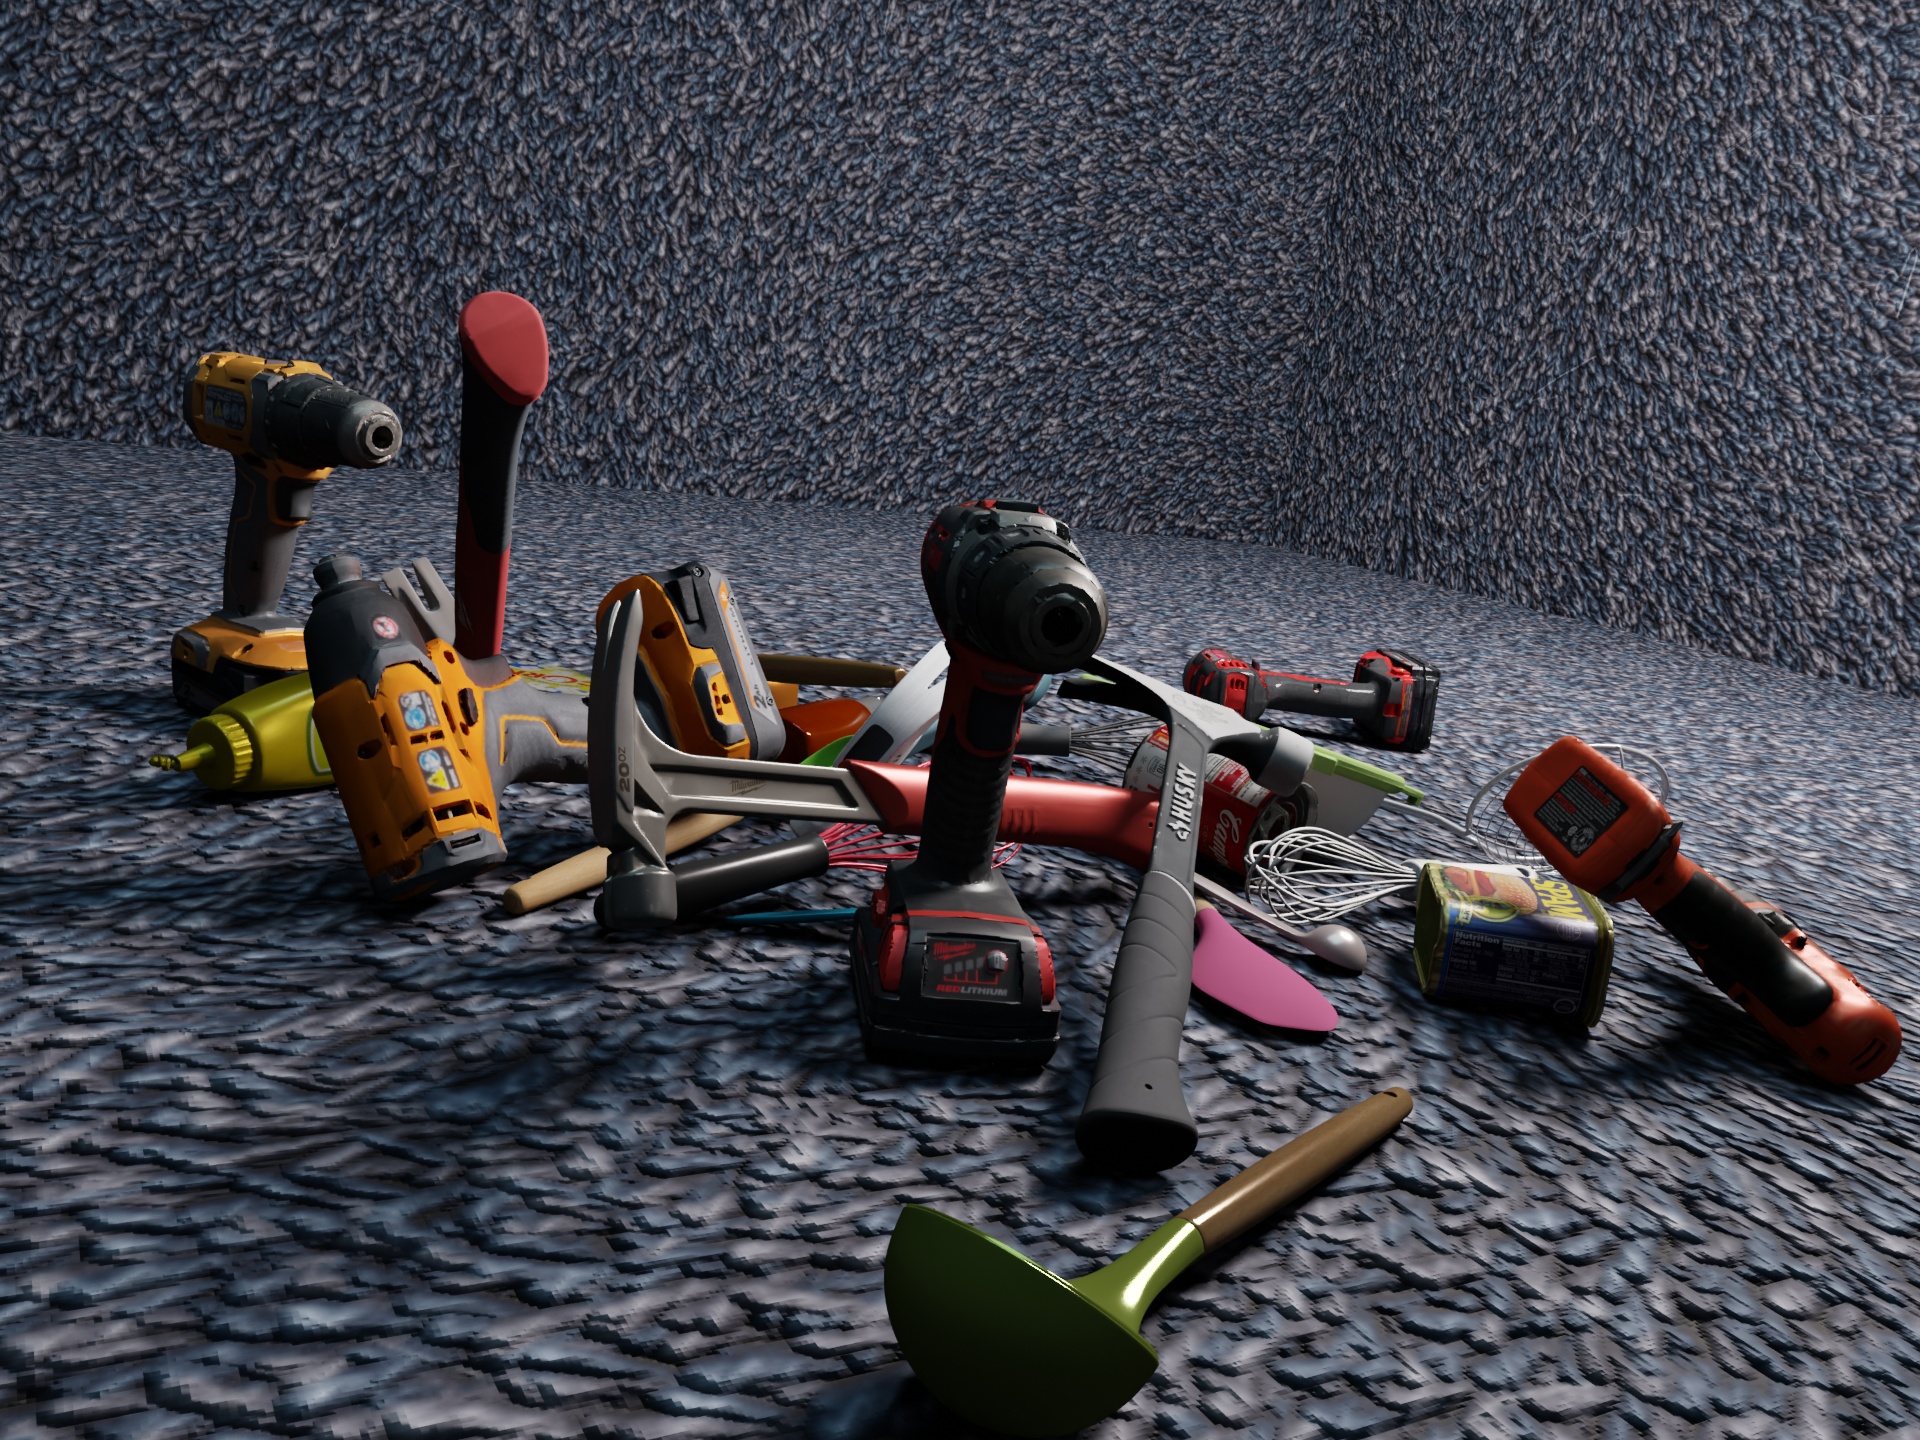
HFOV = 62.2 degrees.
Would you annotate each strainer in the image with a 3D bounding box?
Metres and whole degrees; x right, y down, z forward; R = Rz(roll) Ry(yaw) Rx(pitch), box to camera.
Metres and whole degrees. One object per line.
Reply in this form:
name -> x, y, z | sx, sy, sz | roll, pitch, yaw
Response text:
strainer -> 0.173, 0.029, 1.087 | 0.256, 0.069, 0.151 | 20, 3, 40

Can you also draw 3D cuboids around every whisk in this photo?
whisk -> -0.061, 0.066, 0.827 | 0.073, 0.073, 0.295 | 19, 22, 42
whisk -> 0.079, 0.017, 1.178 | 0.239, 0.055, 0.055 | 4, 12, 2
whisk -> 0.259, 0.093, 0.935 | 0.246, 0.059, 0.058 | 6, 23, -34

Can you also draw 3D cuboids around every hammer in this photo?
hammer -> -0.002, -0.003, 1.026 | 0.033, 0.128, 0.331 | 41, 18, 9
hammer -> -0.266, -0.112, 0.859 | 0.038, 0.143, 0.386 | -31, -11, -27
hammer -> 0.094, 0.071, 0.747 | 0.149, 0.036, 0.409 | 25, 26, 1
hammer -> -0.018, 0.032, 0.805 | 0.358, 0.149, 0.037 | 7, -16, -39

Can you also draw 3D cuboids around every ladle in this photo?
ladle -> 0.089, 0.152, 0.525 | 0.078, 0.062, 0.320 | 17, 12, 35
ladle -> -0.140, -0.037, 1.032 | 0.069, 0.031, 0.315 | -10, 11, -42

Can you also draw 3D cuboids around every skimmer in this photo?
skimmer -> 0.313, 0.033, 1.142 | 0.363, 0.090, 0.127 | 17, -19, 47

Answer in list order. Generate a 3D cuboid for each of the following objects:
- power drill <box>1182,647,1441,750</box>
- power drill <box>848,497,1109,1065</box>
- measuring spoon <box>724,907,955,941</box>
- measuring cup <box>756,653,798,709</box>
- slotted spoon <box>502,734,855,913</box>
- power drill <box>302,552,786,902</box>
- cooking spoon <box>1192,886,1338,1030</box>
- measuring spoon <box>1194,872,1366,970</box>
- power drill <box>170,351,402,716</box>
power drill -> 0.316, -0.028, 1.473 | 0.219, 0.078, 0.143 | 4, 12, -5
power drill -> 0.011, 0.024, 0.649 | 0.080, 0.226, 0.188 | 6, 12, -10
measuring spoon -> -0.050, 0.102, 0.769 | 0.128, 0.021, 0.042 | -2, -1, -2
measuring cup -> -0.203, -0.025, 1.156 | 0.173, 0.052, 0.095 | 7, 12, -15
slotted spoon -> -0.141, 0.056, 0.876 | 0.070, 0.031, 0.314 | -25, -1, 28
power drill -> -0.210, -0.016, 0.795 | 0.084, 0.164, 0.226 | -26, -6, 43
cooking spoon -> 0.127, 0.101, 0.873 | 0.068, 0.017, 0.319 | 9, 12, -12
measuring spoon -> 0.163, 0.098, 0.853 | 0.124, 0.018, 0.034 | 27, 9, 28
power drill -> -0.412, -0.107, 0.981 | 0.185, 0.226, 0.084 | 16, 15, 35
